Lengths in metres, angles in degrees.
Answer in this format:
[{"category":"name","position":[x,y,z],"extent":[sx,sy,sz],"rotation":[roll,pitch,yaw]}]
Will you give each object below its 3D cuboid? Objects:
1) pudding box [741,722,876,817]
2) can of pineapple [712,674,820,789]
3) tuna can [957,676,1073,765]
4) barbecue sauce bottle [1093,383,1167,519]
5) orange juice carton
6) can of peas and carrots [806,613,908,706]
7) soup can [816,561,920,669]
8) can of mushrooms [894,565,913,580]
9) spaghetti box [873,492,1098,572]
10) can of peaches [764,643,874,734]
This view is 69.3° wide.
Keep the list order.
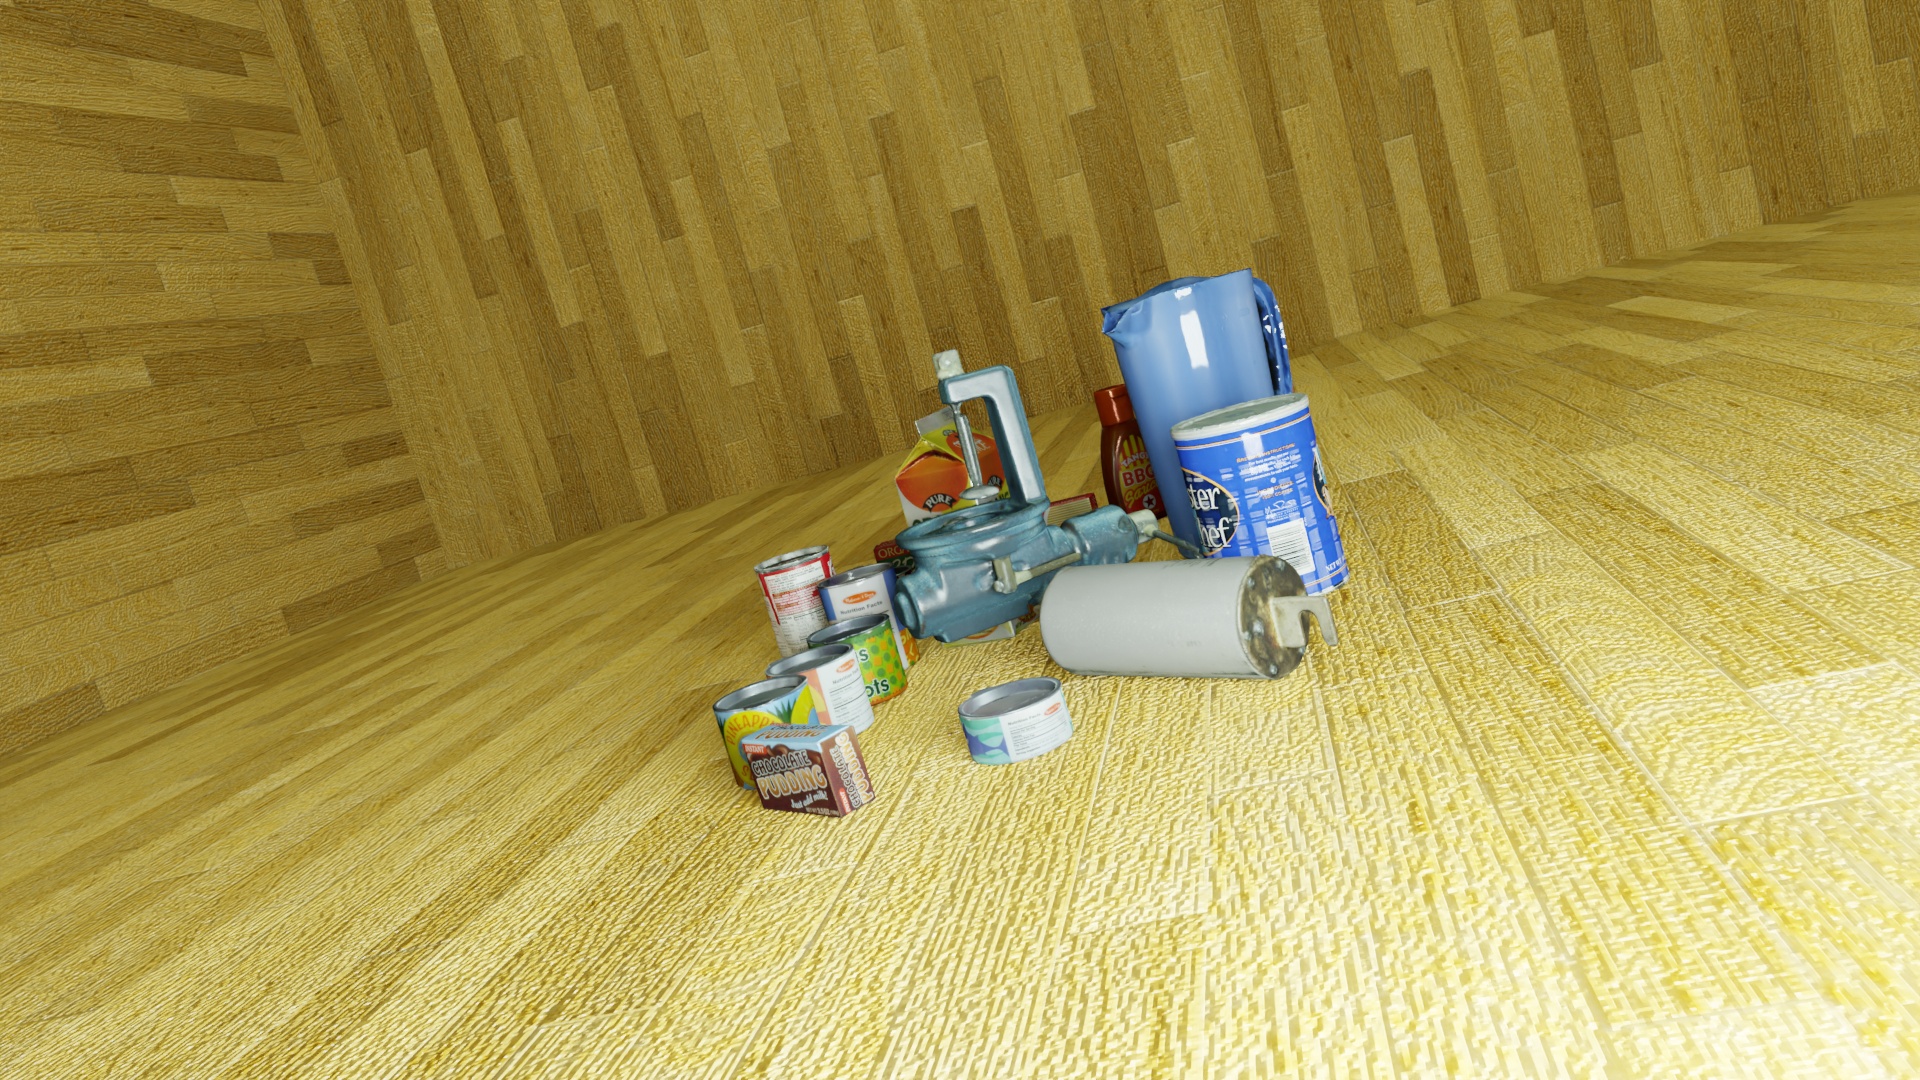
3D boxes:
[{"category":"pudding box","position":[-0.093,0.138,0.844],"extent":[0.030,0.049,0.083],"rotation":[-23,11,-41]},{"category":"can of pineapple","position":[-0.128,0.129,0.935],"extent":[0.071,0.057,0.071],"rotation":[-15,8,2]},{"category":"tuna can","position":[0.033,0.110,0.852],"extent":[0.071,0.032,0.071],"rotation":[-15,9,2]},{"category":"barbecue sauce bottle","position":[0.177,-0.091,1.477],"extent":[0.065,0.148,0.043],"rotation":[-19,9,-20]},{"category":"orange juice carton","position":[0.004,-0.015,1.159],"extent":[0.073,0.192,0.072],"rotation":[-11,9,29]},{"category":"can of peas and carrots","position":[-0.079,0.094,1.065],"extent":[0.071,0.058,0.071],"rotation":[-15,8,2]},{"category":"soup can","position":[-0.076,0.067,1.150],"extent":[0.071,0.083,0.071],"rotation":[-15,8,2]},{"category":"can of mushrooms","position":[-0.078,0.051,1.416],"extent":[0.071,0.033,0.071],"rotation":[-15,9,2]},{"category":"spaghetti box","position":[0.027,0.002,1.482],"extent":[0.250,0.050,0.029],"rotation":[-13,9,16]},{"category":"can of peaches","position":[-0.102,0.112,0.998],"extent":[0.071,0.058,0.071],"rotation":[-15,8,2]}]
